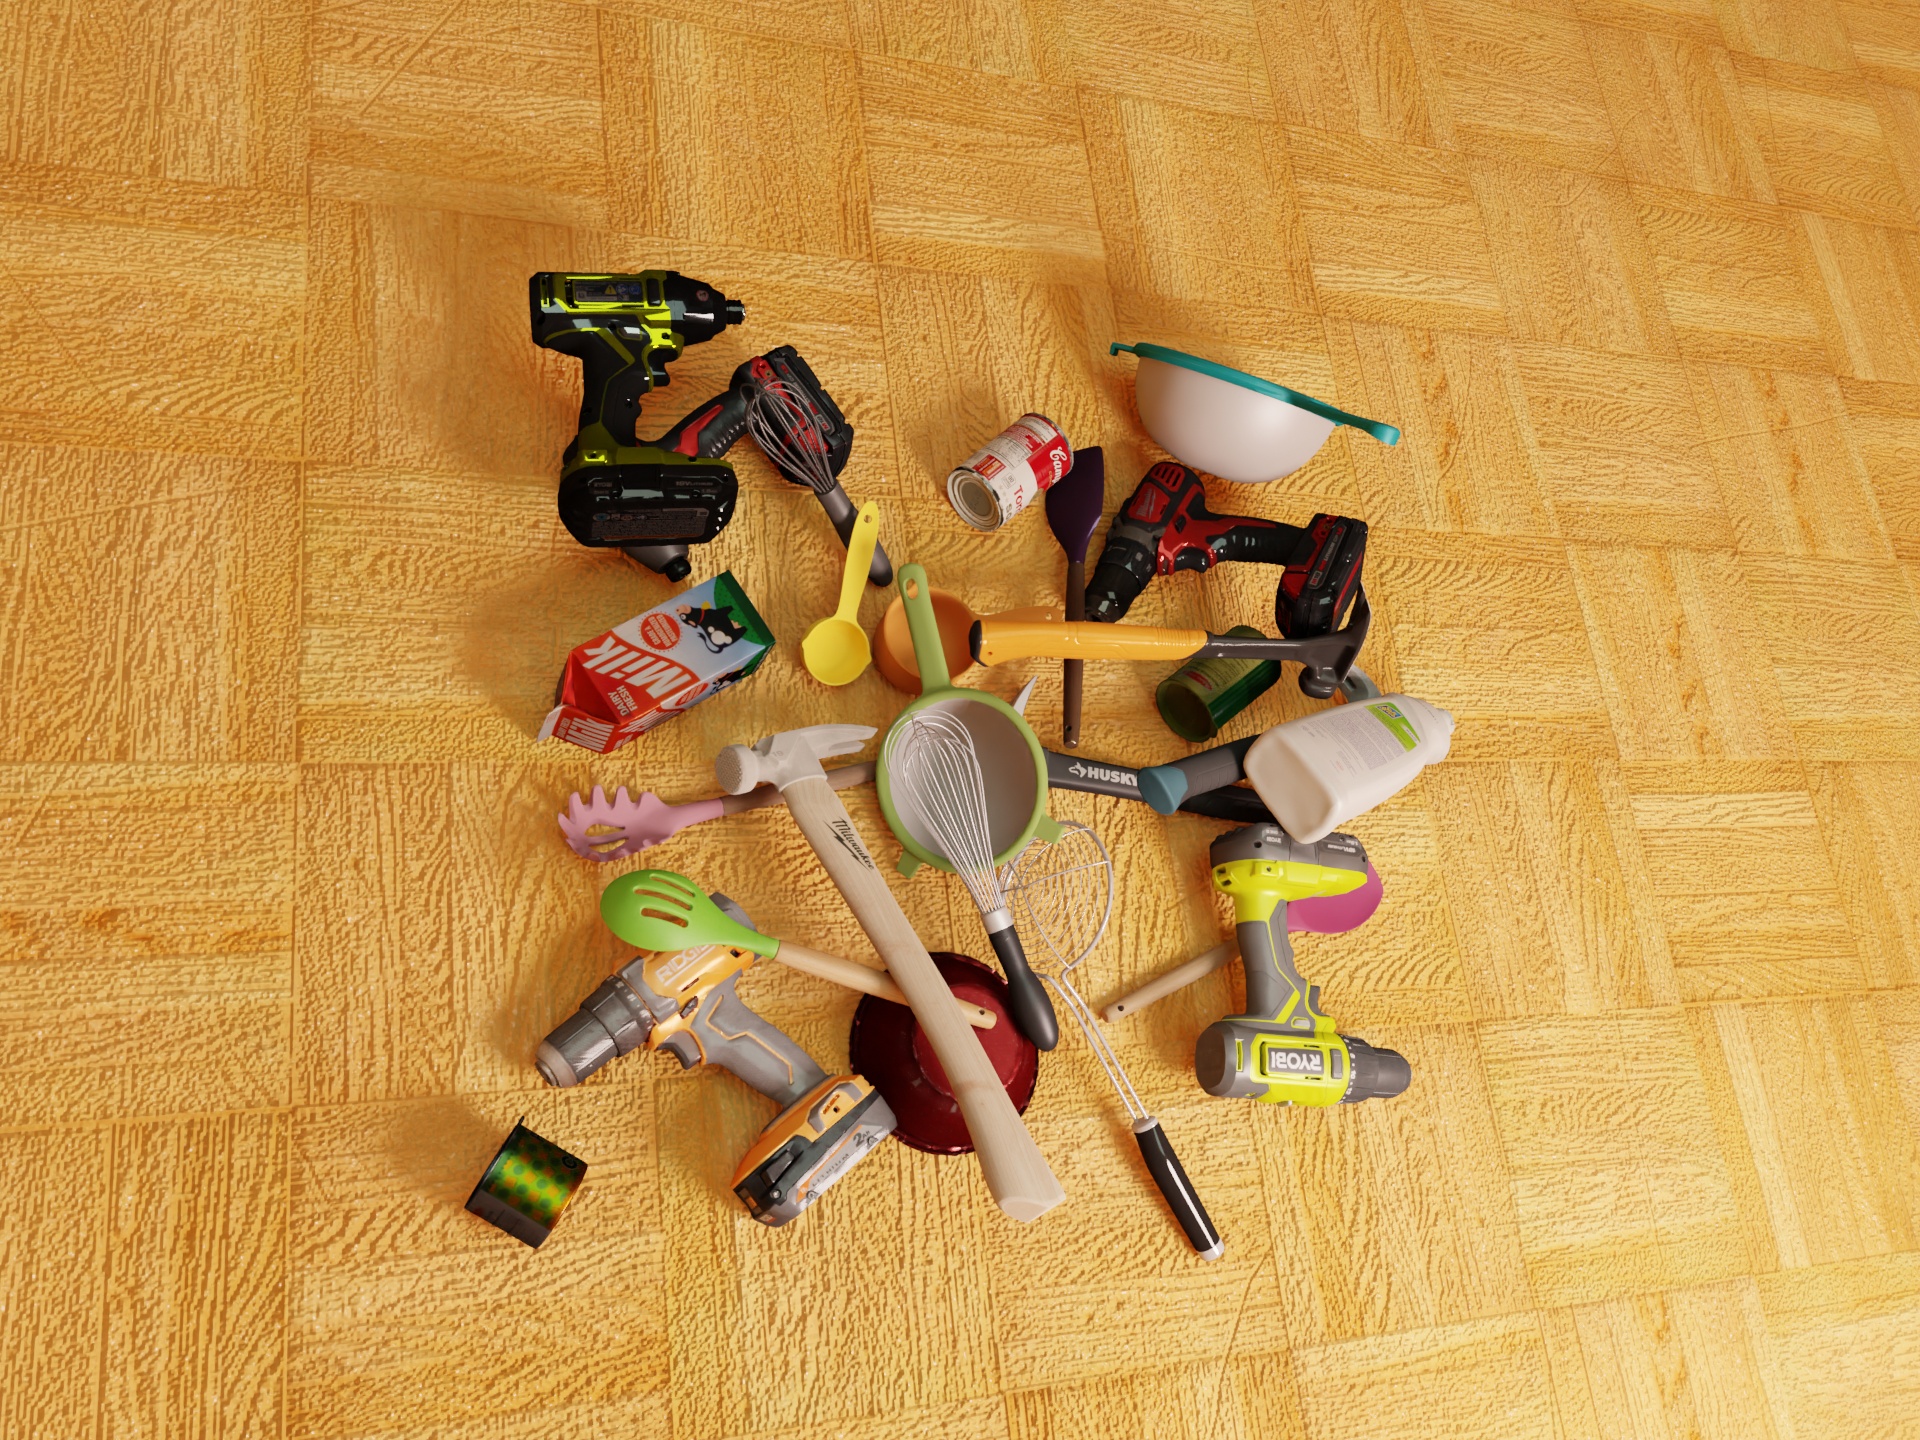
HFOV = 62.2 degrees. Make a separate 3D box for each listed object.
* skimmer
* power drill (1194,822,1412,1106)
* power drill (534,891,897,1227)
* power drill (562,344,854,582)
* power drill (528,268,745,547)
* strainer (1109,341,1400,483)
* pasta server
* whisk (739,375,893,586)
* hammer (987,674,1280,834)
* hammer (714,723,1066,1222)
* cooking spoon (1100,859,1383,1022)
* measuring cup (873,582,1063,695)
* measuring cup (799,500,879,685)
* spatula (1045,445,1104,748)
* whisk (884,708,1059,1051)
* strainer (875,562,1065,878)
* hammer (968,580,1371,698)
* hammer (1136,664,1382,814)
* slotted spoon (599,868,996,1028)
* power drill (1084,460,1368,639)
[{"bbox_3d":[0.135,0.259,1.289,0.090,0.127,0.363,-32,95,-48],"label":"skimmer"},{"bbox_3d":[0.292,0.212,1.349,0.190,0.080,0.229,9,70,-20],"label":"power drill"},{"bbox_3d":[-0.180,0.262,1.163,0.185,0.084,0.226,-37,82,-29],"label":"power drill"},{"bbox_3d":[-0.206,-0.214,1.339,0.219,0.078,0.143,-32,83,-25],"label":"power drill"},{"bbox_3d":[-0.248,-0.255,1.264,0.171,0.080,0.223,-4,70,-16],"label":"power drill"},{"bbox_3d":[0.274,-0.257,1.444,0.210,0.341,0.095,13,104,-28],"label":"strainer"},{"bbox_3d":[-0.164,0.059,1.269,0.316,0.040,0.060,-13,64,-26],"label":"pasta server"},{"bbox_3d":[-0.113,-0.192,1.313,0.055,0.055,0.238,-63,141,-28],"label":"whisk"},{"bbox_3d":[0.182,0.057,1.408,0.334,0.035,0.146,11,67,-18],"label":"hammer"},{"bbox_3d":[-0.033,0.177,1.191,0.146,0.038,0.411,-12,62,-44],"label":"hammer"},{"bbox_3d":[0.251,0.193,1.391,0.319,0.017,0.069,-22,80,-27],"label":"cooking spoon"},{"bbox_3d":[0.006,-0.072,1.380,0.173,0.052,0.095,-11,75,-27],"label":"measuring cup"},{"bbox_3d":[-0.095,-0.107,1.332,0.062,0.029,0.156,13,92,-22],"label":"measuring cup"},{"bbox_3d":[0.101,-0.116,1.421,0.018,0.060,0.316,44,41,-50],"label":"spatula"},{"bbox_3d":[0.015,0.125,1.238,0.070,0.070,0.284,-21,89,-27],"label":"whisk"},{"bbox_3d":[-0.002,-0.004,1.304,0.069,0.151,0.256,-4,79,-65],"label":"strainer"},{"bbox_3d":[0.175,-0.069,1.343,0.337,0.127,0.034,1,53,-9],"label":"hammer"},{"bbox_3d":[0.277,0.026,1.405,0.331,0.033,0.128,-15,86,-40],"label":"hammer"},{"bbox_3d":[-0.113,0.176,1.179,0.313,0.031,0.070,22,44,-18],"label":"slotted spoon"},{"bbox_3d":[0.234,-0.134,1.439,0.227,0.080,0.188,20,60,21],"label":"power drill"}]
